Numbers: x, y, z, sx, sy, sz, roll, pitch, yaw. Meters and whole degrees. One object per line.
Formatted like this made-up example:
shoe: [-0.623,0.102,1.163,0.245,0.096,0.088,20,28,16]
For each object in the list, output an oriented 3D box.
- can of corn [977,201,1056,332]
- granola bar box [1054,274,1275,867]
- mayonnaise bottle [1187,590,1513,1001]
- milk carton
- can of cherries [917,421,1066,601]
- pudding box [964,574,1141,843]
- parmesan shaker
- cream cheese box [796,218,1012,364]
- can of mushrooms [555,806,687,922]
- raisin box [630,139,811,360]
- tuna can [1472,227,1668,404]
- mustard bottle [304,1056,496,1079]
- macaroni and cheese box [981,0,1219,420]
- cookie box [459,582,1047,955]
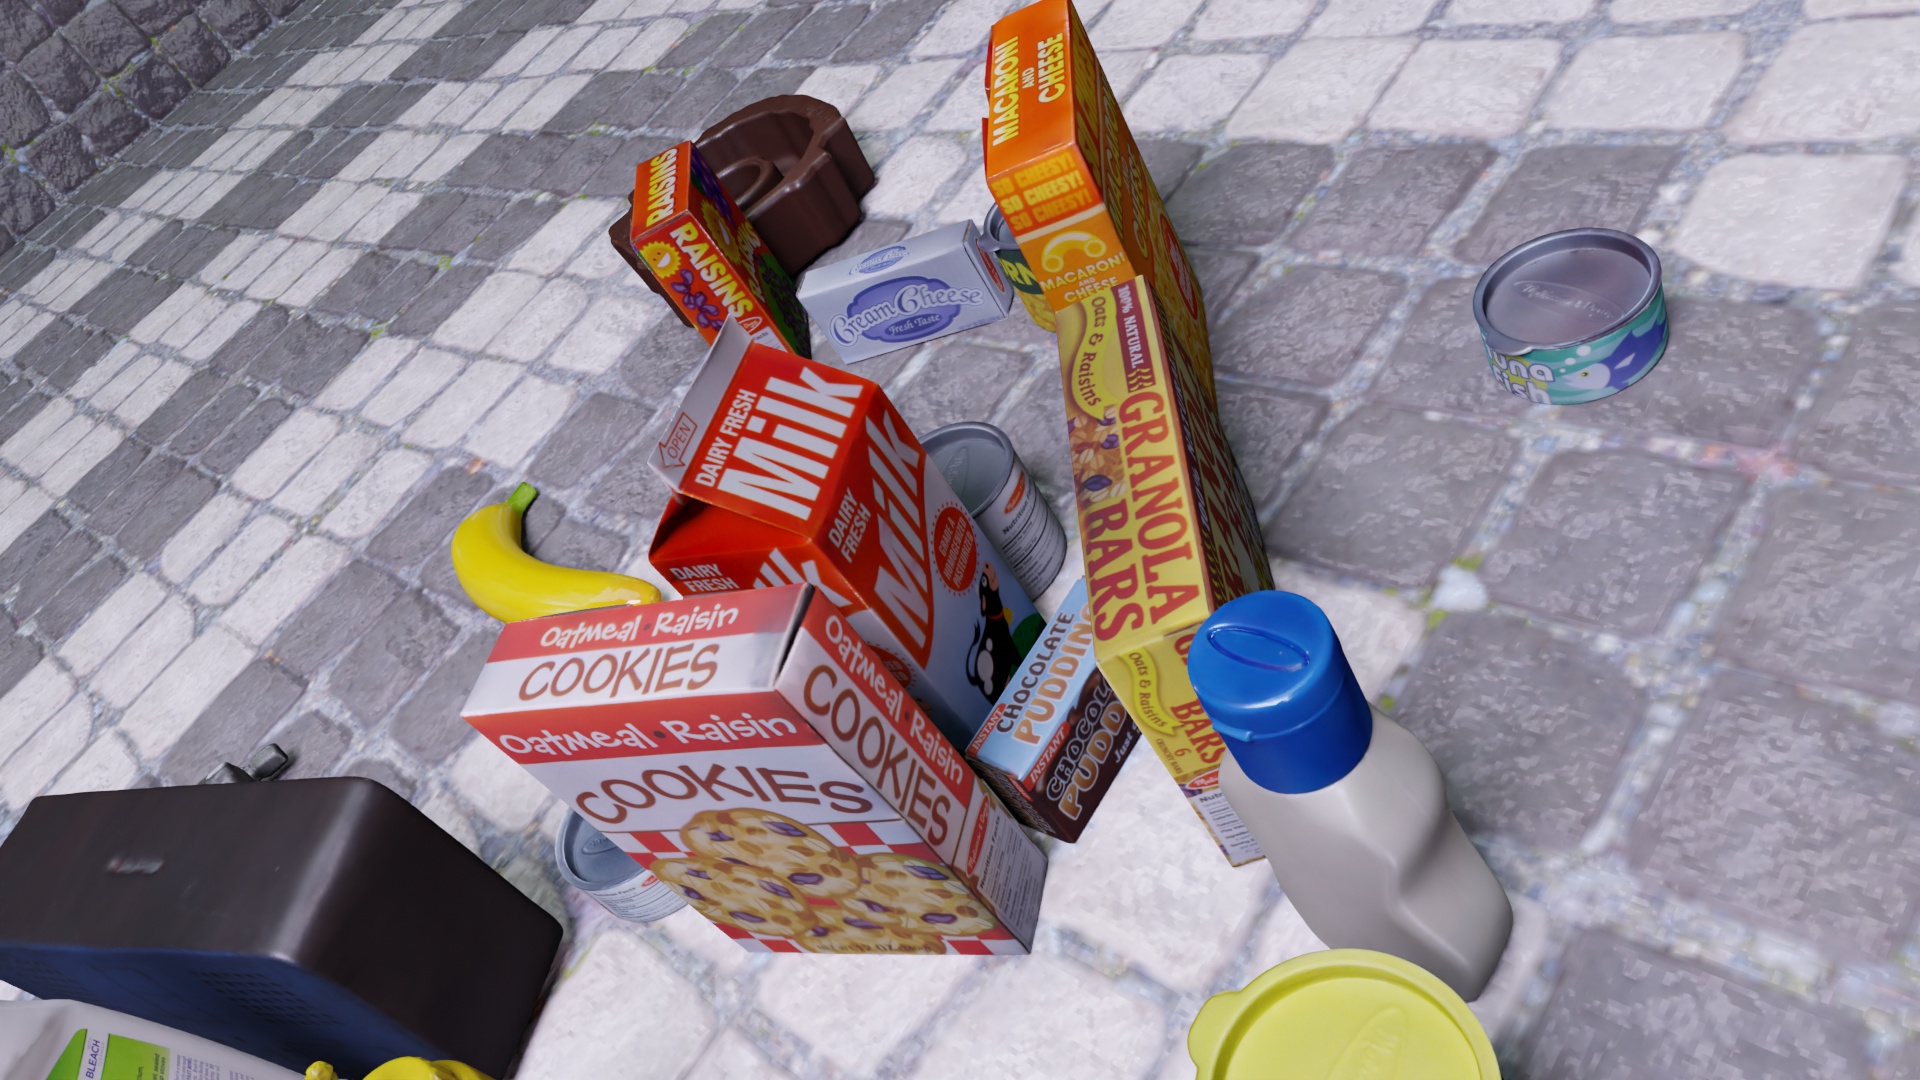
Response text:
can of corn: [0.051,-0.145,0.696,0.071,0.058,0.071,-19,42,18]
granola bar box: [0.078,0.007,0.474,0.039,0.123,0.166,-20,42,17]
mayonnaise bottle: [0.103,0.071,0.374,0.065,0.147,0.041,17,61,44]
milk carton: [-0.044,0.009,0.504,0.073,0.190,0.073,-7,47,30]
can of cherries: [0.002,-0.007,0.592,0.071,0.058,0.072,-19,42,18]
pudding box: [0.042,0.060,0.504,0.030,0.049,0.084,14,60,43]
parmesan shaker: [0.102,0.150,0.332,0.071,0.102,0.072,-19,42,18]
cream cheese box: [-0.030,-0.131,0.741,0.103,0.053,0.024,-12,45,25]
can of mushrooms: [-0.131,0.120,0.576,0.071,0.033,0.071,-19,42,18]
raisin box: [-0.132,-0.149,0.775,0.040,0.123,0.086,-25,41,13]
tuna can: [0.231,-0.084,0.531,0.071,0.032,0.071,-19,42,18]
mustard bottle: [-0.139,0.191,0.412,0.065,0.159,0.049,1,52,36]
macaroni and cheese box: [0.061,-0.125,0.584,0.040,0.166,0.124,-18,43,20]
cookie box: [-0.062,0.083,0.461,0.123,0.167,0.040,-9,46,28]
